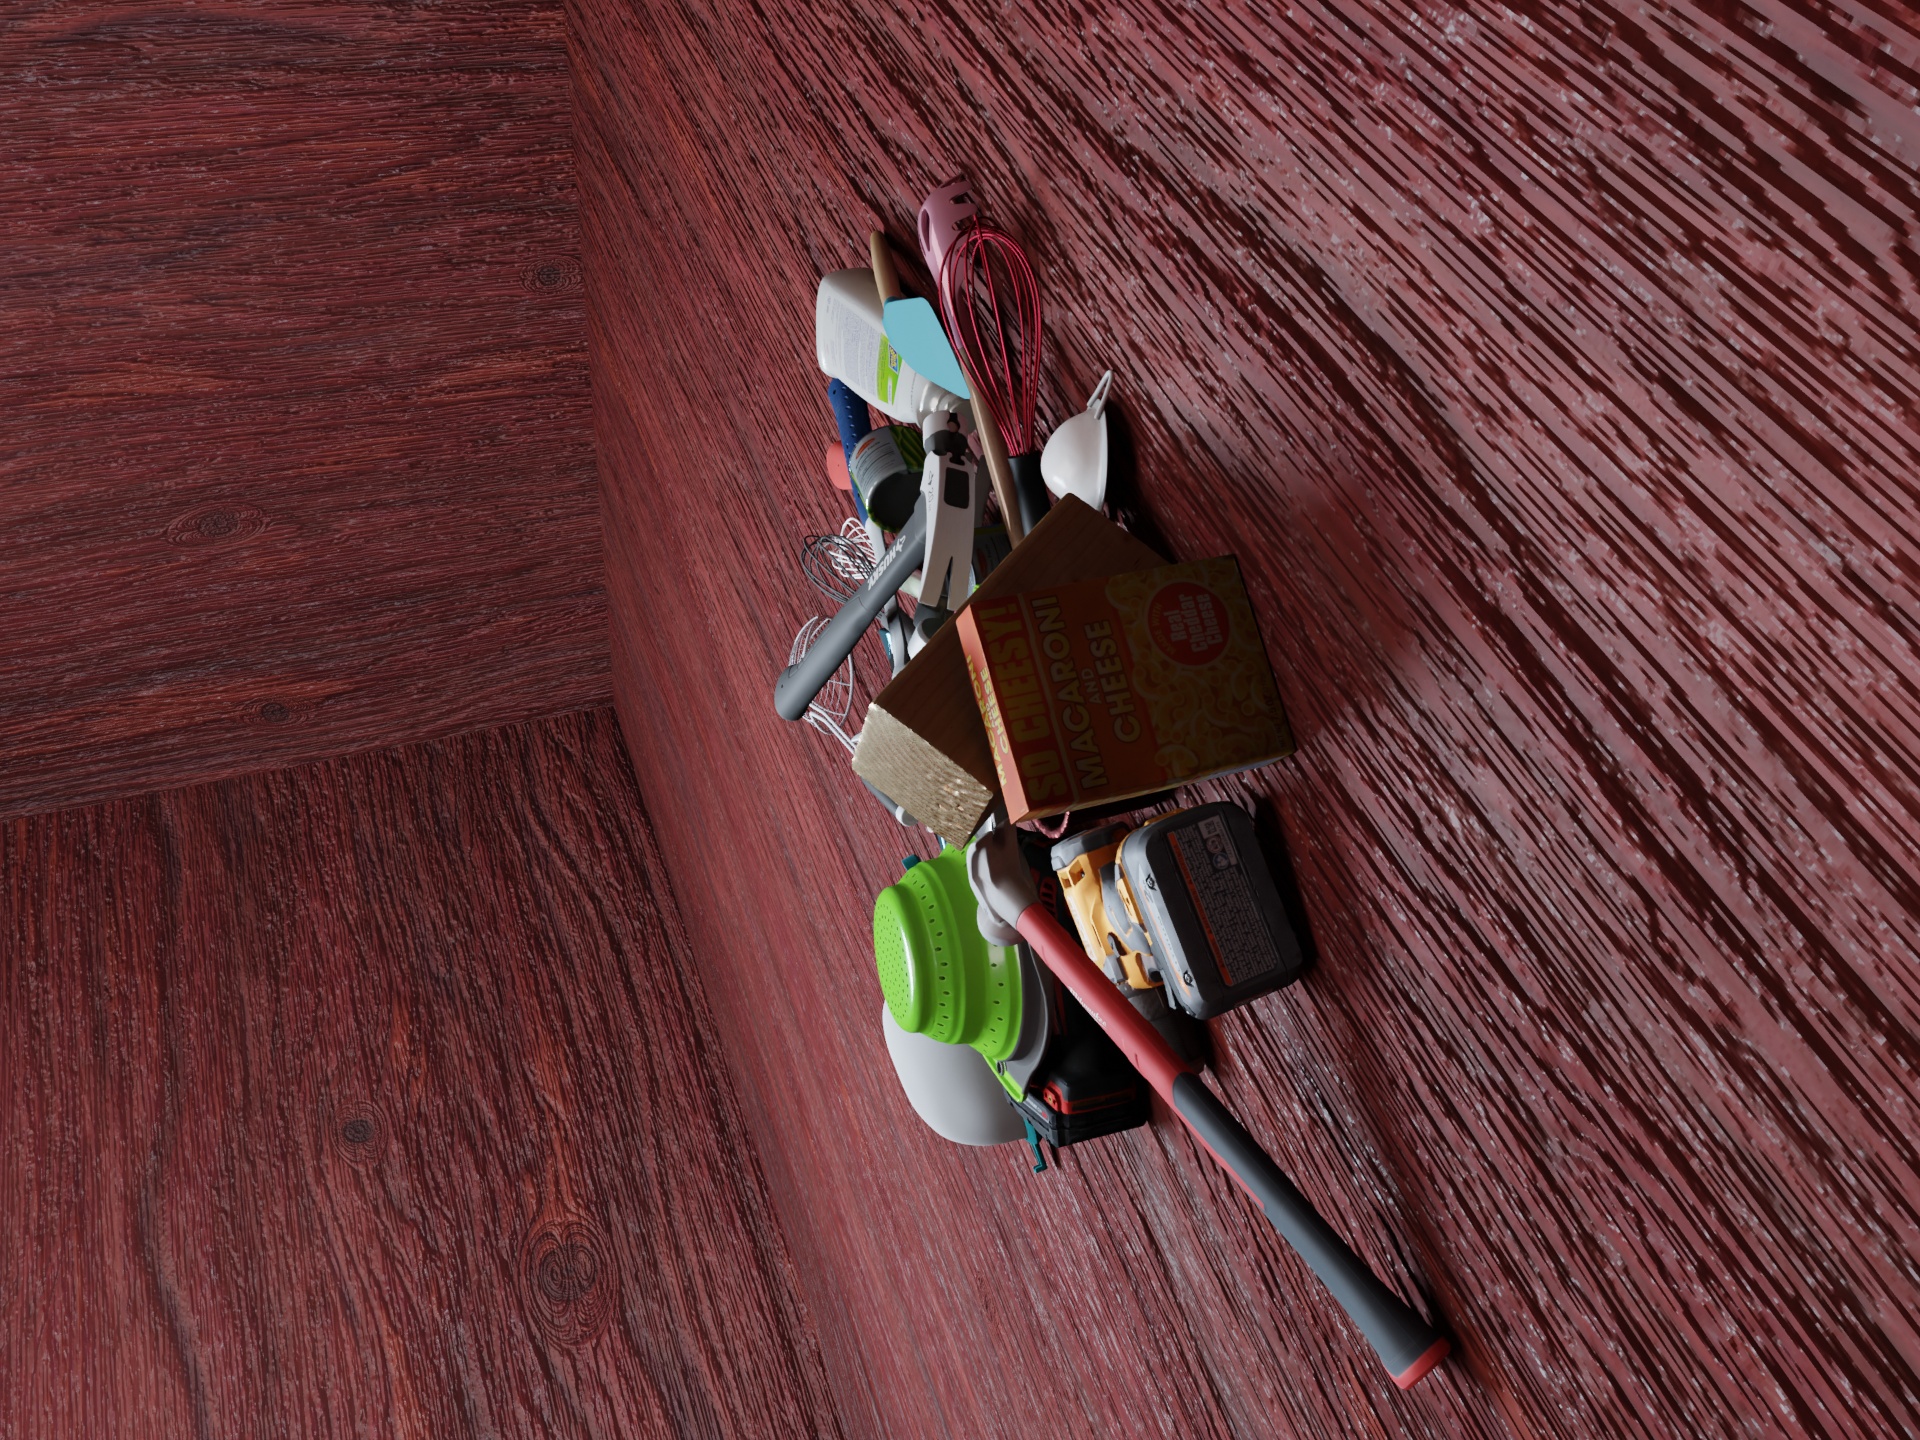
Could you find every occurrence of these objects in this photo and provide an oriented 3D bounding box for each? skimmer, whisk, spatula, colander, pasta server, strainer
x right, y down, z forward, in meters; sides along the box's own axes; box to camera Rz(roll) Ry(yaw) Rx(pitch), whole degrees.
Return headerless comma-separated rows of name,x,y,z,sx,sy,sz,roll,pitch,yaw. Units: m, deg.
skimmer,-0.091,0.003,1.586,0.364,0.090,0.127,44,153,56
whisk,-0.063,-0.094,1.421,0.239,0.055,0.055,44,146,26
spatula,-0.044,-0.339,1.255,0.318,0.044,0.082,-102,-13,-56
whisk,0.040,-0.207,1.124,0.073,0.073,0.295,-155,50,-67
colander,-0.010,0.098,1.183,0.205,0.094,0.397,-139,45,-64
whisk,-0.068,-0.144,1.491,0.247,0.057,0.059,33,120,58
pasta server,0.019,-0.254,1.188,0.060,0.040,0.316,152,104,-71
strainer,0.083,-0.110,1.084,0.087,0.050,0.258,-102,7,-60
strainer,-0.029,0.257,1.404,0.211,0.095,0.340,54,167,51

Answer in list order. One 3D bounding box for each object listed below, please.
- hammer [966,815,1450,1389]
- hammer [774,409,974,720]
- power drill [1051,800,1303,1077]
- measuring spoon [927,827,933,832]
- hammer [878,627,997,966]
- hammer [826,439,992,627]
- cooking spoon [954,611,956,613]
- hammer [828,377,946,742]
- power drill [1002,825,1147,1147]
hammer,0.135,0.216,0.930,0.387,0.038,0.143,47,163,25
hammer,-0.073,-0.083,1.216,0.334,0.035,0.146,135,140,-52
power drill,0.137,0.148,1.021,0.226,0.084,0.185,139,111,-74
measuring spoon,0.000,0.044,1.382,0.034,0.018,0.124,39,114,39
hammer,-0.021,0.067,1.448,0.128,0.033,0.331,125,132,-77
hammer,-0.056,-0.203,1.407,0.359,0.036,0.149,-129,50,-61
cooking spoon,-0.002,-0.004,1.335,0.068,0.017,0.319,135,130,-78
hammer,-0.073,-0.154,1.334,0.406,0.035,0.144,-103,31,-41
power drill,0.072,0.195,1.244,0.188,0.080,0.226,-158,61,-68
